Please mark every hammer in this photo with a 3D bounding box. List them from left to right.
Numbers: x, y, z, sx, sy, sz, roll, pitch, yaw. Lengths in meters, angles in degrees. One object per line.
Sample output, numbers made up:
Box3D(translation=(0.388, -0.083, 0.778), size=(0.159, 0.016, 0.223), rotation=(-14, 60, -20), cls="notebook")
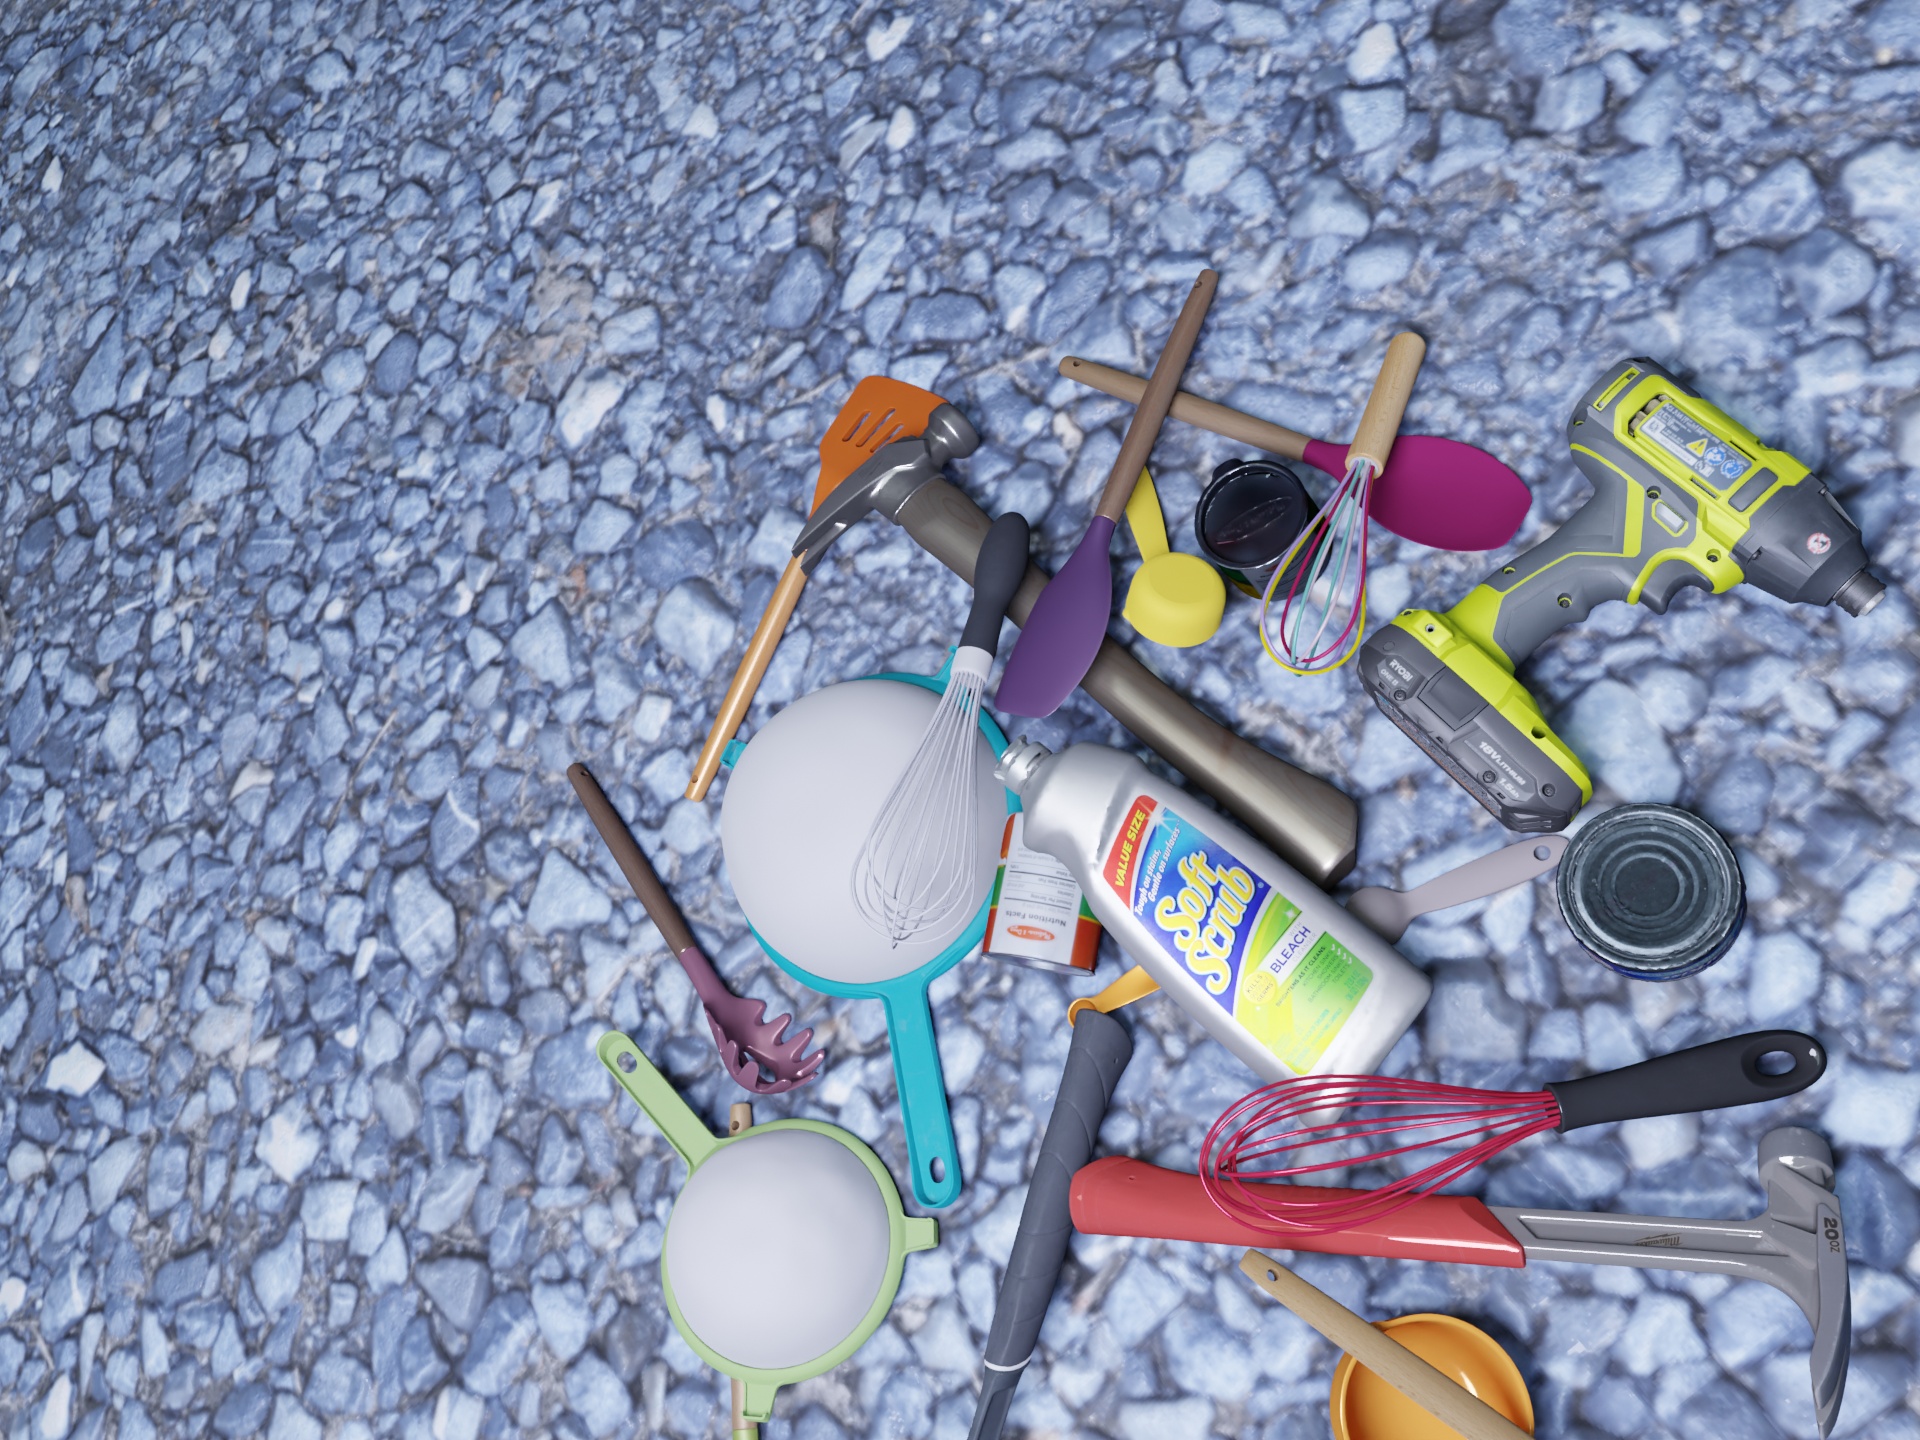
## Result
Box3D(translation=(0.015, 0.350, 0.829), size=(0.036, 0.149, 0.409), rotation=(4, 69, 42), cls="hammer")
Box3D(translation=(0.067, -0.037, 0.952), size=(0.146, 0.038, 0.411), rotation=(-42, 61, -8), cls="hammer")
Box3D(translation=(0.216, 0.247, 0.753), size=(0.359, 0.149, 0.036), rotation=(-6, 116, 29), cls="hammer")

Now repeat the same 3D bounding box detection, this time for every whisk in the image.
Box3D(translation=(-0.001, -0.002, 0.908), size=(0.070, 0.070, 0.285), rotation=(0, 59, 28), cls="whisk")
Box3D(translation=(0.220, -0.122, 0.878), size=(0.047, 0.051, 0.245), rotation=(4, 56, 36), cls="whisk")
Box3D(translation=(0.257, 0.184, 0.740), size=(0.296, 0.073, 0.073), rotation=(-11, 67, 0), cls="whisk")

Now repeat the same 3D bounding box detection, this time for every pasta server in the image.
Box3D(translation=(-0.188, 0.129, 1.048), size=(0.317, 0.060, 0.040), rotation=(50, 122, 34), cls="pasta server")

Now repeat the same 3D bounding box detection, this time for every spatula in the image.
Box3D(translation=(-0.110, -0.090, 1.087), size=(0.081, 0.041, 0.322), rotation=(26, 91, 31), cls="spatula")
Box3D(translation=(0.098, -0.141, 0.957), size=(0.060, 0.018, 0.316), rotation=(9, 69, 40), cls="spatula")

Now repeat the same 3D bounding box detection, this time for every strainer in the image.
Box3D(translation=(-0.146, 0.266, 0.937), size=(0.151, 0.069, 0.257), rotation=(-43, 62, -11), cls="strainer")
Box3D(translation=(-0.061, 0.117, 0.950), size=(0.211, 0.095, 0.341), rotation=(-22, 64, 20), cls="strainer")

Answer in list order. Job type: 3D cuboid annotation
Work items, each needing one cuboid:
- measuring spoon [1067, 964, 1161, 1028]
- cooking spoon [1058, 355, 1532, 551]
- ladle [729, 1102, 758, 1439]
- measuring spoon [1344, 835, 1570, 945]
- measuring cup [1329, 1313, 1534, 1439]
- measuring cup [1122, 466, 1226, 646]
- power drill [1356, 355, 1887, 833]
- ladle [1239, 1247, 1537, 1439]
Box3D(translation=(0.112, 0.144, 0.902), size=(0.117, 0.011, 0.021), rotation=(-32, 62, 11), cls="measuring spoon")
Box3D(translation=(0.187, -0.170, 0.956), size=(0.319, 0.017, 0.069), rotation=(28, 77, 32), cls="cooking spoon")
Box3D(translation=(-0.132, 0.384, 0.927), size=(0.078, 0.062, 0.320), rotation=(-12, 66, 19), cls="ladle")
Box3D(translation=(0.259, 0.086, 0.835), size=(0.124, 0.018, 0.034), rotation=(-25, 64, 18), cls="measuring spoon")
Box3D(translation=(0.184, 0.349, 0.742), size=(0.173, 0.052, 0.095), rotation=(-35, 72, -8), cls="measuring cup")
Box3D(translation=(0.118, -0.112, 0.951), size=(0.062, 0.029, 0.157), rotation=(-5, 55, -9), cls="measuring cup")
Box3D(translation=(0.331, -0.055, 0.810), size=(0.223, 0.080, 0.171), rotation=(-45, 66, 5), cls="power drill")
Box3D(translation=(0.260, 0.334, 0.702), size=(0.315, 0.031, 0.069), rotation=(33, 67, 15), cls="ladle")
